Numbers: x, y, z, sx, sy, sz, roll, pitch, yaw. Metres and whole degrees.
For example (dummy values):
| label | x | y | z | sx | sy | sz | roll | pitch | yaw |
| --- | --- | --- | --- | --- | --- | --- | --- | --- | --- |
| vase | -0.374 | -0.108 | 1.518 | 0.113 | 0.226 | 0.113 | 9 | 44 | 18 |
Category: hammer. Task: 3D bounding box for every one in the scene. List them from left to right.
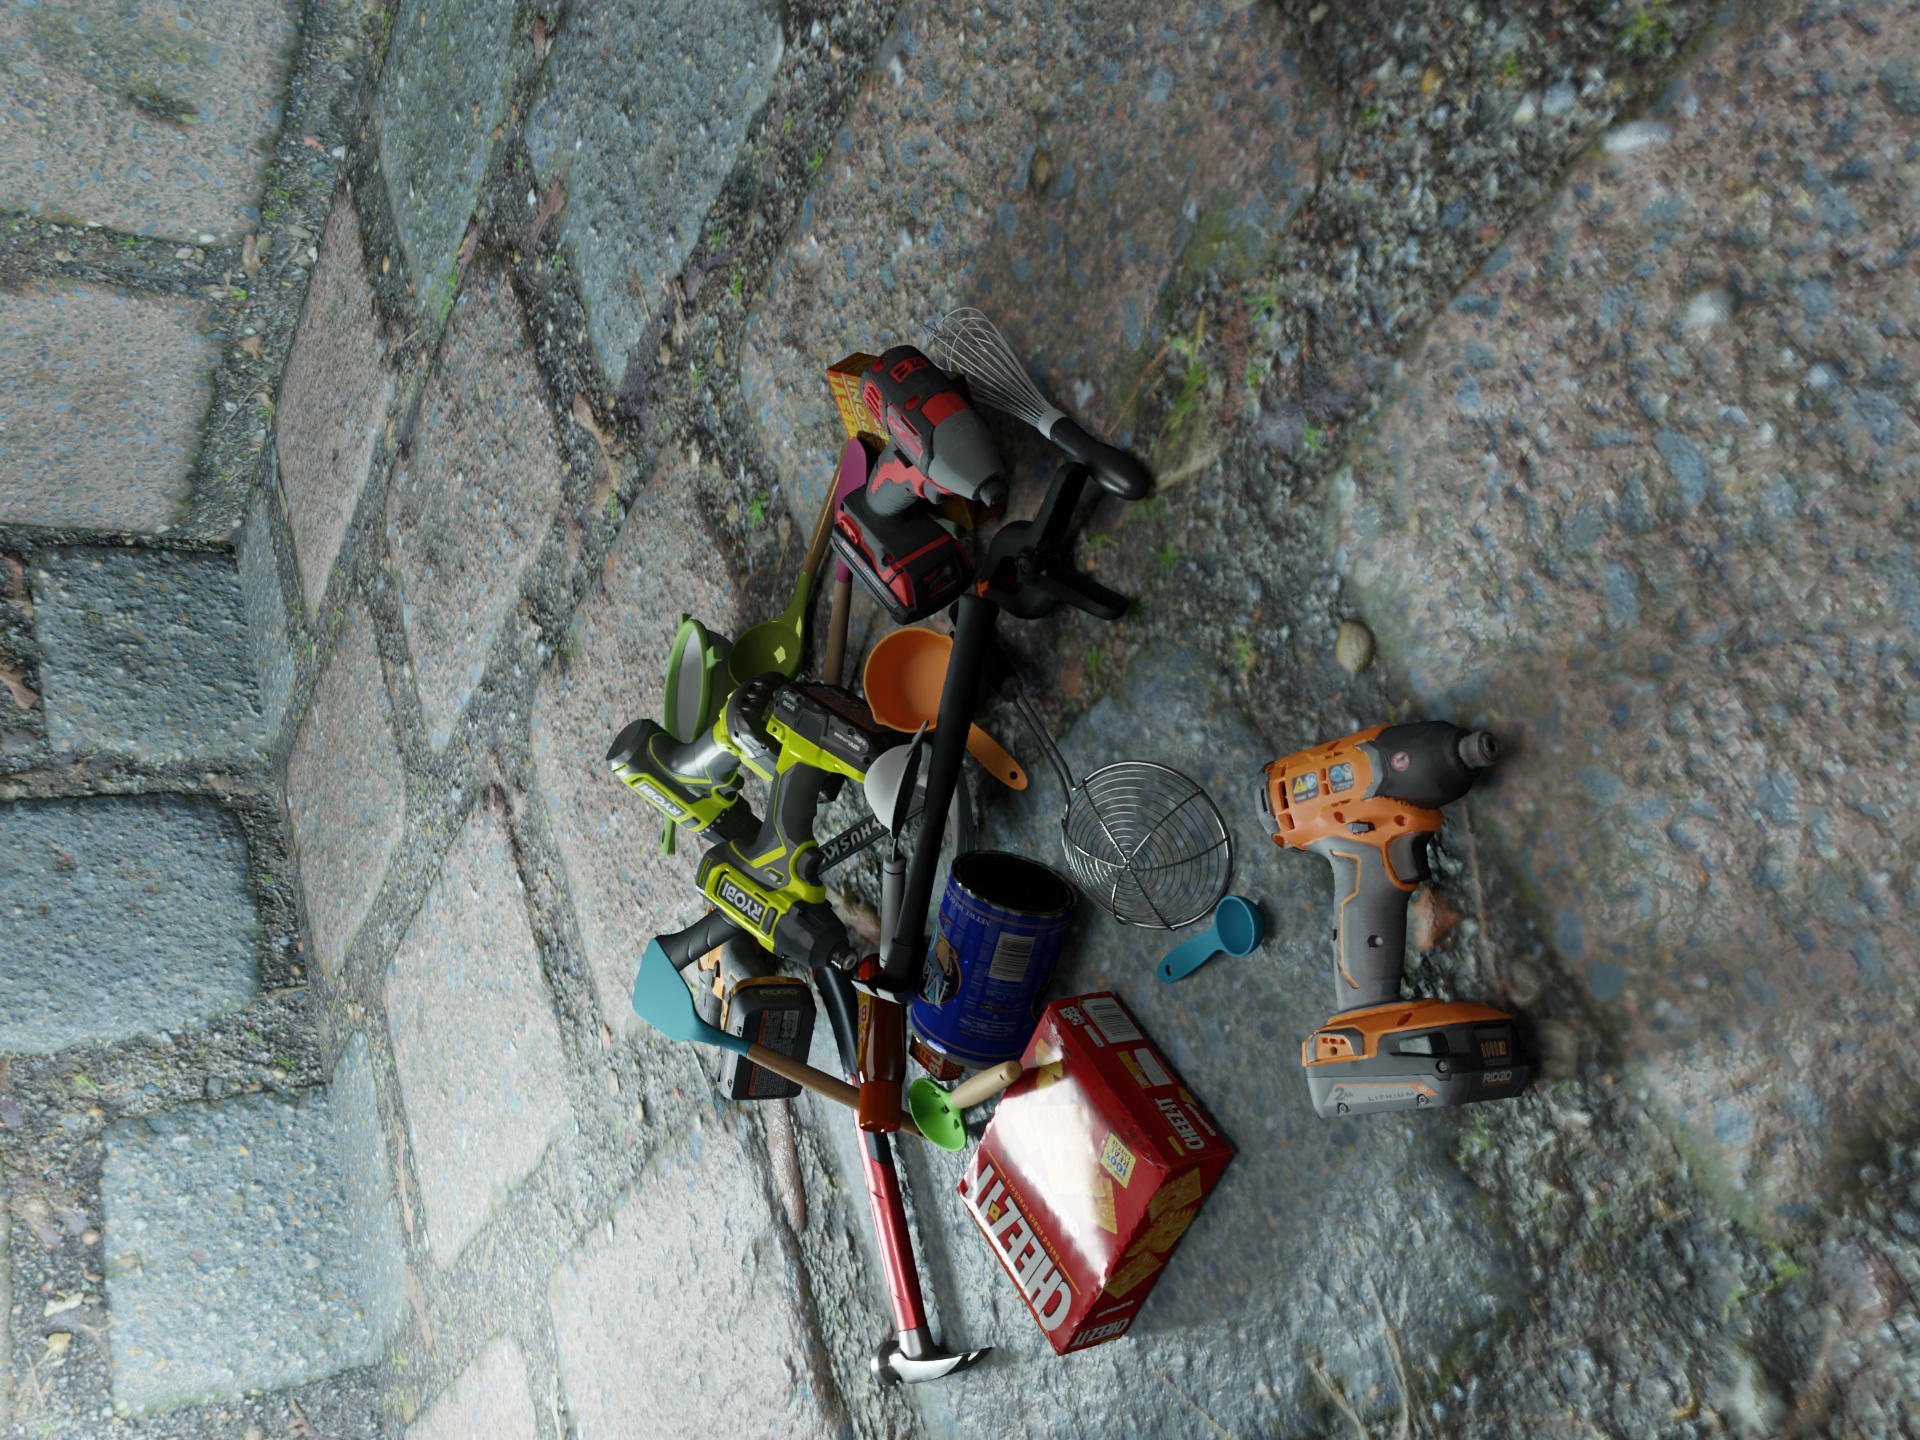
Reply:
| label | x | y | z | sx | sy | sz | roll | pitch | yaw |
| --- | --- | --- | --- | --- | --- | --- | --- | --- | --- |
| hammer | -0.146 | 0.145 | 1.447 | 0.409 | 0.036 | 0.149 | -34 | 66 | 29 |
| hammer | -0.067 | 0.389 | 1.429 | 0.143 | 0.038 | 0.387 | -35 | 63 | 47 |
| hammer | -0.020 | 0.064 | 1.250 | 0.035 | 0.146 | 0.334 | 15 | 103 | 14 |

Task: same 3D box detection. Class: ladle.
| label | x | y | z | sx | sy | sz | roll | pitch | yaw |
| --- | --- | --- | --- | --- | --- | --- | --- | --- | --- |
| ladle | -0.145 | -0.165 | 1.520 | 0.078 | 0.062 | 0.320 | 39 | 119 | 31 |

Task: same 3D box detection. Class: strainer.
| label | x | y | z | sx | sy | sz | roll | pitch | yaw |
| --- | --- | --- | --- | --- | --- | --- | --- | --- | --- |
| strainer | -0.267 | 0.022 | 1.666 | 0.152 | 0.069 | 0.256 | -142 | 60 | -61 |
| strainer | -0.056 | 0.111 | 1.305 | 0.050 | 0.087 | 0.258 | 9 | 118 | 10 |

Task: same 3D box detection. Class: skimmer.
| label | x | y | z | sx | sy | sz | roll | pitch | yaw |
| --- | --- | --- | --- | --- | --- | --- | --- | --- | --- |
| skimmer | 0.086 | 0.015 | 1.227 | 0.127 | 0.090 | 0.364 | -66 | 33 | 27 |

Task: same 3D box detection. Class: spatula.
| label | x | y | z | sx | sy | sz | roll | pitch | yaw |
| --- | --- | --- | --- | --- | --- | --- | --- | --- | --- |
| spatula | -0.160 | 0.299 | 1.424 | 0.317 | 0.044 | 0.082 | 23 | 112 | 10 |

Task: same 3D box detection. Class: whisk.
| label | x | y | z | sx | sy | sz | roll | pitch | yaw |
| --- | --- | --- | --- | --- | --- | --- | --- | --- | --- |
| whisk | 0.055 | -0.246 | 1.250 | 0.285 | 0.070 | 0.070 | 47 | 126 | 38 |

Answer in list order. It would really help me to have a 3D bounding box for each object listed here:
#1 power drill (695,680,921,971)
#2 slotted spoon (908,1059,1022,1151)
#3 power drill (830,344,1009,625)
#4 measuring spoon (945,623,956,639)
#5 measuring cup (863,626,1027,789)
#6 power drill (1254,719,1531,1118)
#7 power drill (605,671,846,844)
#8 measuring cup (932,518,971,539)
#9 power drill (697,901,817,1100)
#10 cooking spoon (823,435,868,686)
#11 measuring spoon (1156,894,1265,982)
| label | x | y | z | sx | sy | sz | roll | pitch | yaw |
| --- | --- | --- | --- | --- | --- | --- | --- | --- | --- |
| power drill | -0.126 | 0.093 | 1.370 | 0.171 | 0.080 | 0.223 | 31 | 107 | 30 |
| slotted spoon | 0.007 | 0.294 | 1.243 | 0.070 | 0.031 | 0.313 | 55 | 159 | 10 |
| power drill | -0.029 | -0.178 | 1.254 | 0.143 | 0.078 | 0.219 | 49 | 154 | 16 |
| measuring spoon | -0.029 | -0.038 | 1.391 | 0.034 | 0.018 | 0.124 | 56 | 131 | 37 |
| measuring cup | -0.002 | -0.004 | 1.324 | 0.174 | 0.052 | 0.095 | 44 | 101 | 13 |
| power drill | 0.264 | 0.113 | 0.944 | 0.164 | 0.084 | 0.227 | -25 | 66 | 50 |
| power drill | -0.209 | 0.053 | 1.532 | 0.228 | 0.190 | 0.080 | -23 | 35 | 43 |
| measuring cup | -0.050 | -0.166 | 1.400 | 0.168 | 0.038 | 0.083 | 3 | 93 | 56 |
| power drill | -0.215 | 0.286 | 1.576 | 0.226 | 0.084 | 0.185 | -129 | 47 | -58 |
| cooking spoon | -0.108 | -0.107 | 1.449 | 0.069 | 0.017 | 0.318 | -122 | 35 | -49 |
| measuring spoon | 0.177 | 0.158 | 1.119 | 0.128 | 0.021 | 0.042 | -49 | 53 | 53 |
